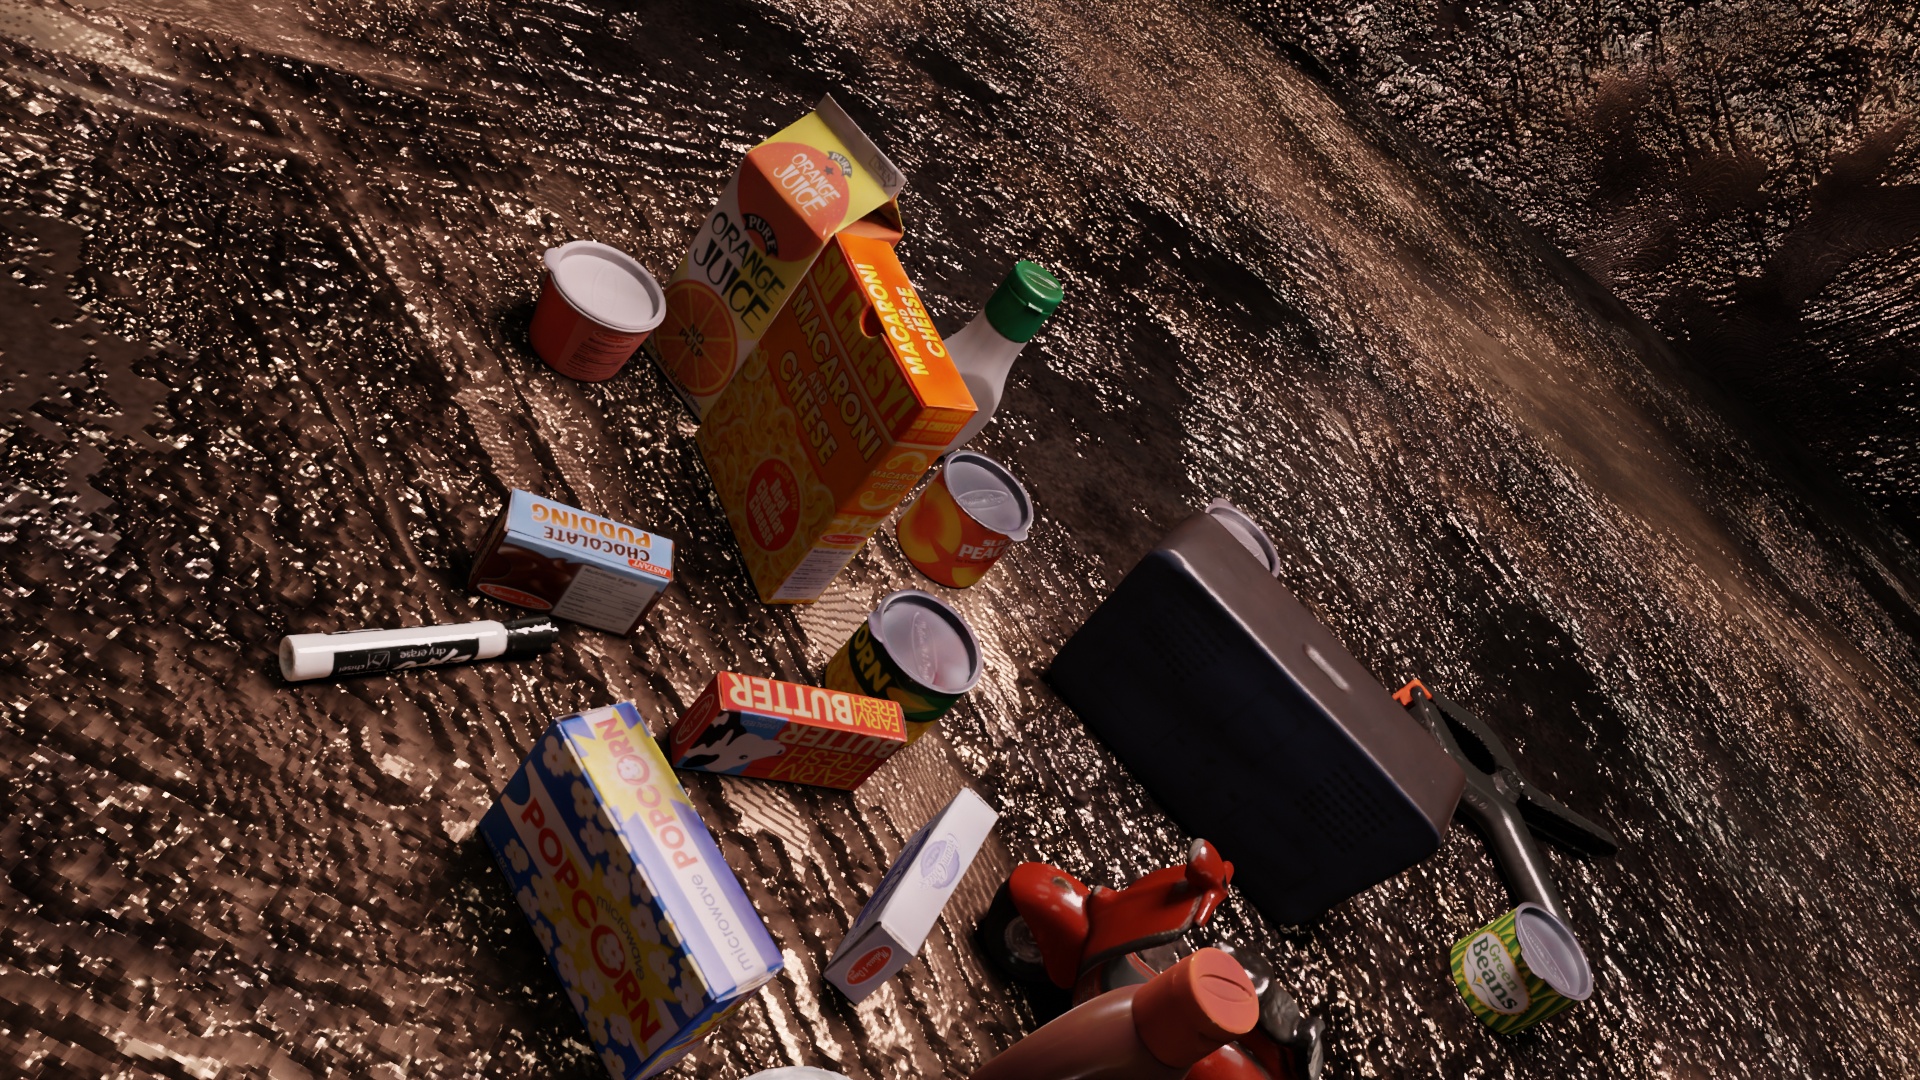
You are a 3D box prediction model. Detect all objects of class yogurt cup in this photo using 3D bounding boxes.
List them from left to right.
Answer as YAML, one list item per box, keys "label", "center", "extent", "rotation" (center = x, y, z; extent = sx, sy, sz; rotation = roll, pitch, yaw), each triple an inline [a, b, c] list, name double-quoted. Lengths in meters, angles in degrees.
- label: "yogurt cup"
  center: [-0.209, -0.127, 0.787]
  extent: [0.072, 0.053, 0.073]
  rotation: [25, 38, -22]

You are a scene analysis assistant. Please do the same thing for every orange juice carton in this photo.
- label: "orange juice carton"
  center: [-0.103, -0.161, 0.803]
  extent: [0.072, 0.191, 0.073]
  rotation: [51, 36, 12]

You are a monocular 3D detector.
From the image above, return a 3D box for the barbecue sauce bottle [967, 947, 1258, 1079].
- label: "barbecue sauce bottle"
  center: [0.065, 0.223, 0.596]
  extent: [0.065, 0.148, 0.044]
  rotation: [24, 39, -24]

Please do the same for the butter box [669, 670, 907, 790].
- label: "butter box"
  center: [-0.083, 0.094, 0.674]
  extent: [0.103, 0.053, 0.024]
  rotation: [15, 43, -33]

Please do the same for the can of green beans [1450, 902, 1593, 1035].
- label: "can of green beans"
  center: [0.361, 0.277, 0.897]
  extent: [0.071, 0.057, 0.071]
  rotation: [25, 38, -22]

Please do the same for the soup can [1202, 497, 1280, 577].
- label: "soup can"
  center: [0.167, 0.023, 0.958]
  extent: [0.071, 0.083, 0.072]
  rotation: [26, 38, -22]

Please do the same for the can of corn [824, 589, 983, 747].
- label: "can of corn"
  center: [-0.033, 0.069, 0.743]
  extent: [0.071, 0.058, 0.071]
  rotation: [25, 38, -22]

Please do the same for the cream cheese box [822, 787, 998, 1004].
- label: "cream cheese box"
  center: [-0.022, 0.165, 0.656]
  extent: [0.024, 0.053, 0.104]
  rotation: [42, 35, -1]

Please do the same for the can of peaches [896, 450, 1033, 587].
- label: "can of peaches"
  center: [0.003, -0.011, 0.861]
  extent: [0.071, 0.057, 0.071]
  rotation: [25, 38, -22]

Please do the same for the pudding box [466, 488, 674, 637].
- label: "pudding box"
  center: [-0.186, 0.012, 0.666]
  extent: [0.084, 0.049, 0.030]
  rotation: [20, 41, -28]

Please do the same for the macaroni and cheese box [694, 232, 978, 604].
- label: "macaroni and cheese box"
  center: [-0.074, -0.062, 0.750]
  extent: [0.040, 0.165, 0.124]
  rotation: [2, 52, -43]

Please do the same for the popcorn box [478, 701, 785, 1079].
- label: "popcorn box"
  center: [-0.133, 0.140, 0.551]
  extent: [0.038, 0.085, 0.127]
  rotation: [-14, 62, -50]

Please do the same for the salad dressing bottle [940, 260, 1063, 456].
- label: "salad dressing bottle"
  center: [0.010, -0.117, 0.902]
  extent: [0.064, 0.147, 0.044]
  rotation: [23, 39, -25]
